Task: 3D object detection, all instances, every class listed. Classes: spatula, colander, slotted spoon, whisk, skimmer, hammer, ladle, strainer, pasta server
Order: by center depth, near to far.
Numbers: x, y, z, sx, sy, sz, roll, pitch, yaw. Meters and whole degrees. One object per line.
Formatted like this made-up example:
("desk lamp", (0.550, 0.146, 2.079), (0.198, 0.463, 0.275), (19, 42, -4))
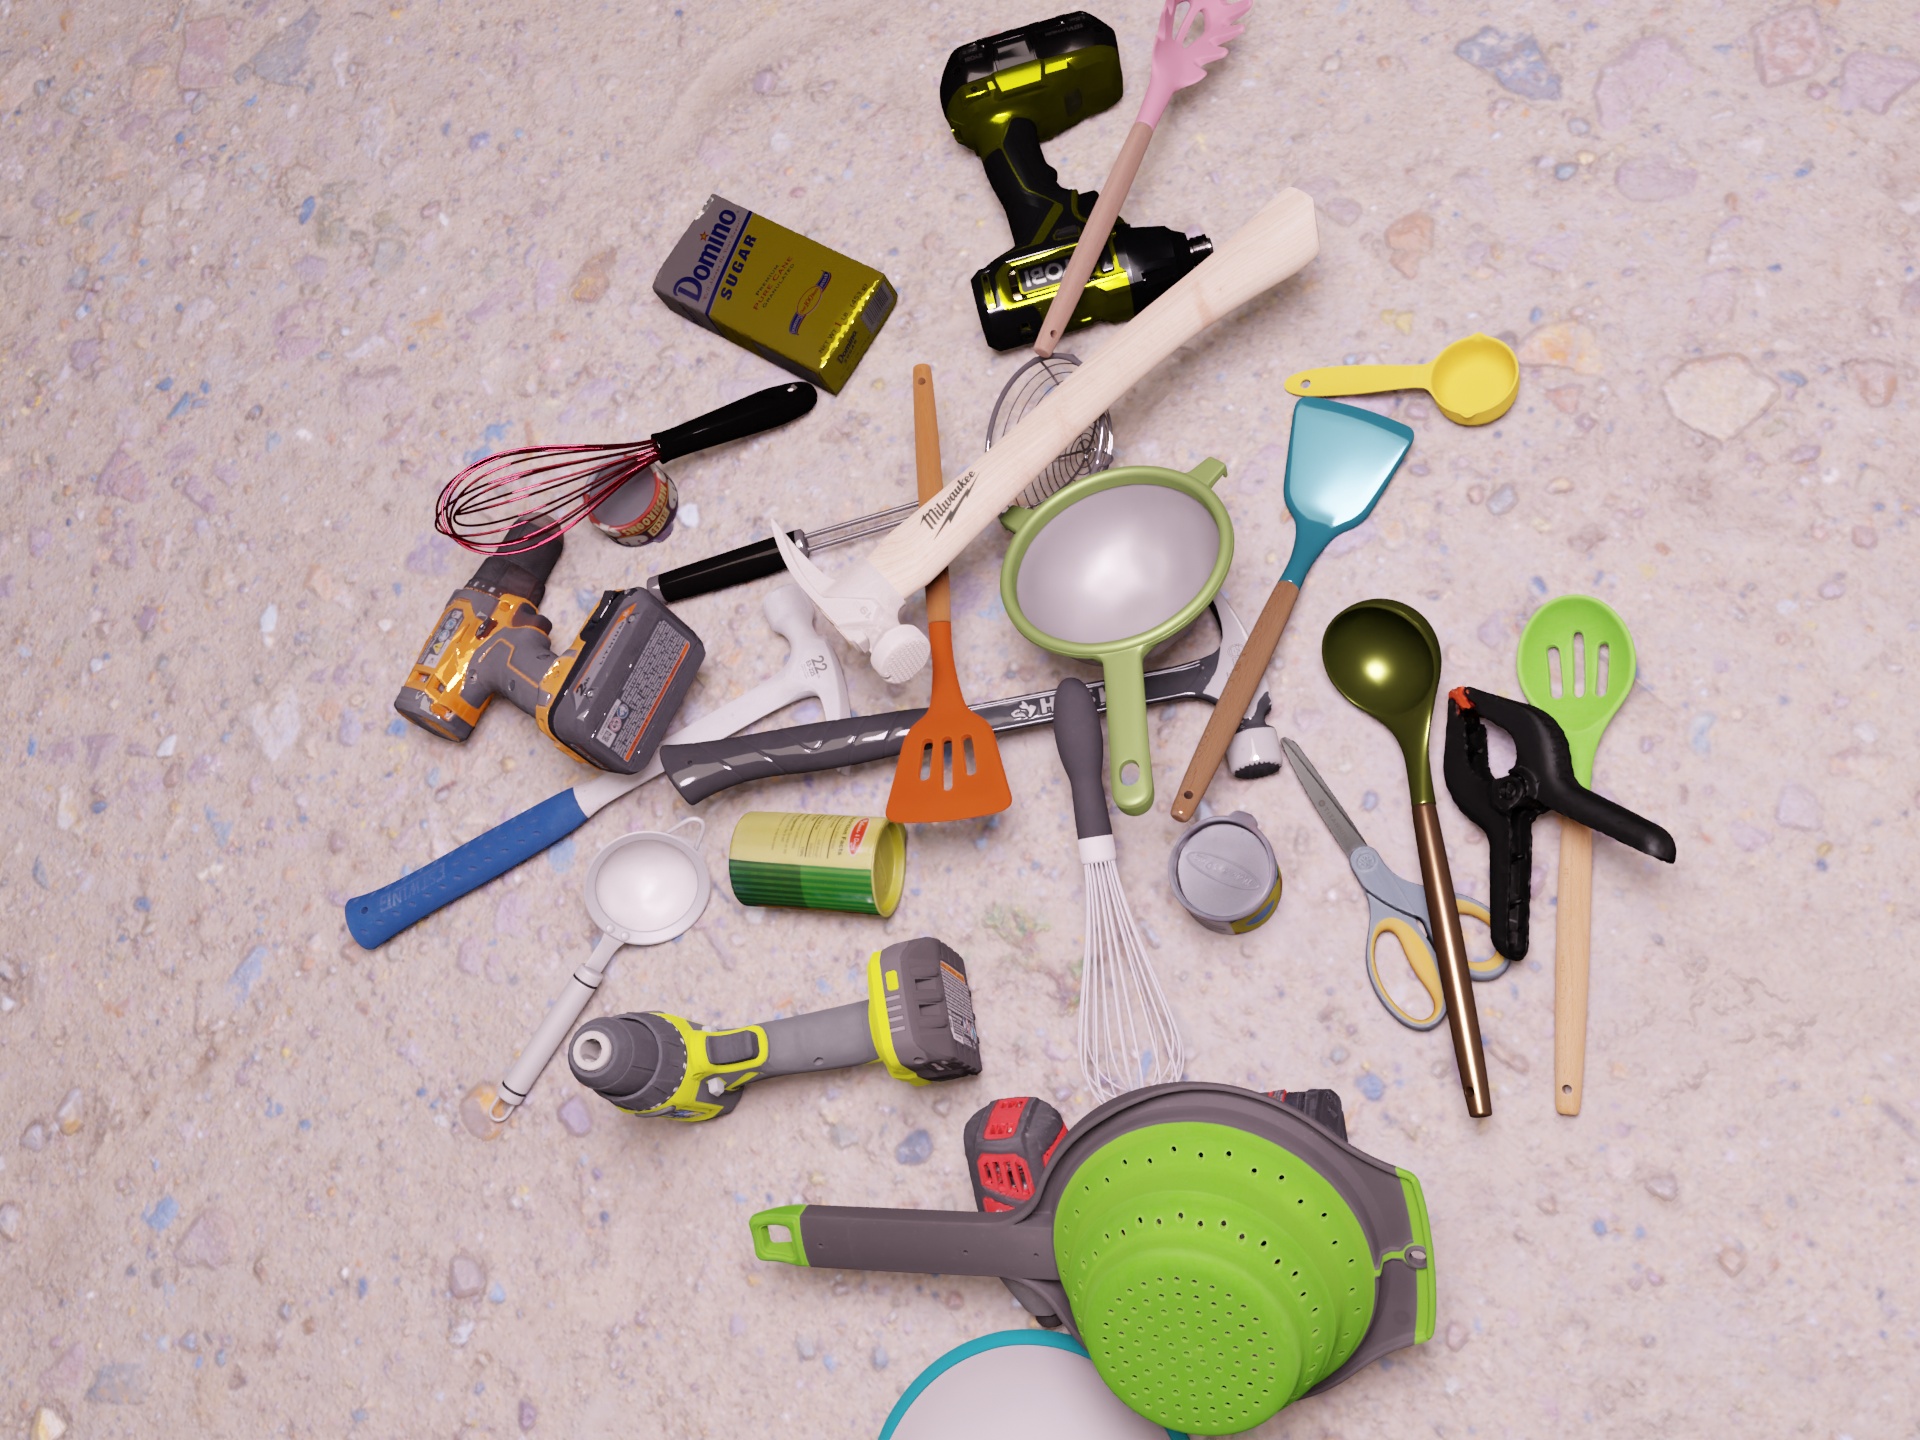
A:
("colander", (0.051, 0.309, 0.867), (0.397, 0.094, 0.204), (-4, 106, 20))
("strainer", (-0.028, 0.473, 0.921), (0.340, 0.095, 0.211), (-9, 72, 12))
("ladle", (0.276, 0.076, 0.959), (0.078, 0.062, 0.320), (-30, 57, 48))
("slotted spoon", (0.370, 0.078, 0.962), (0.070, 0.031, 0.314), (-1, 76, 30))
("strainer", (0.106, -0.042, 0.984), (0.151, 0.069, 0.257), (-12, 54, 17))
("whisk", (0.090, 0.113, 0.991), (0.070, 0.070, 0.285), (-11, 82, 13))
("spatula", (0.201, -0.072, 1.023), (0.082, 0.044, 0.318), (21, 65, 16))
("hammer", (0.064, -0.205, 1.028), (0.410, 0.038, 0.146), (-42, 60, -3))
("spatula", (-0.016, -0.089, 1.046), (0.081, 0.041, 0.323), (-6, 76, 8))
("hammer", (-0.002, -0.003, 1.062), (0.409, 0.036, 0.149), (-10, 69, 5))
("pasta server", (0.120, -0.390, 1.100), (0.060, 0.040, 0.316), (28, 78, -19))
("strainer", (-0.256, 0.169, 1.106), (0.086, 0.050, 0.258), (33, 90, -22))
("skimmer", (-0.066, -0.153, 1.119), (0.363, 0.090, 0.127), (-16, 71, 11))
("hammer", (-0.261, 0.058, 1.142), (0.405, 0.035, 0.144), (-29, 68, 6))
("whisk", (-0.239, -0.191, 1.161), (0.296, 0.073, 0.073), (-24, 67, -16))

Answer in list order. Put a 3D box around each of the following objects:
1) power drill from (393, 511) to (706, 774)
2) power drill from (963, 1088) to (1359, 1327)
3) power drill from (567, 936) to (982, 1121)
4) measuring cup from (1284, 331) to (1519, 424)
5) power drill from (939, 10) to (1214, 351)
("power drill", (-0.290, -0.061, 1.145), (0.226, 0.084, 0.185), (11, 68, 36))
("power drill", (0.118, 0.289, 0.930), (0.219, 0.078, 0.143), (-7, 105, 17))
("power drill", (-0.114, 0.197, 0.980), (0.228, 0.190, 0.080), (-13, 71, 7))
("measuring cup", (0.299, -0.226, 1.079), (0.156, 0.029, 0.062), (4, 75, 29))
("power drill", (0.079, -0.392, 1.160), (0.171, 0.080, 0.223), (-14, 74, 6))
